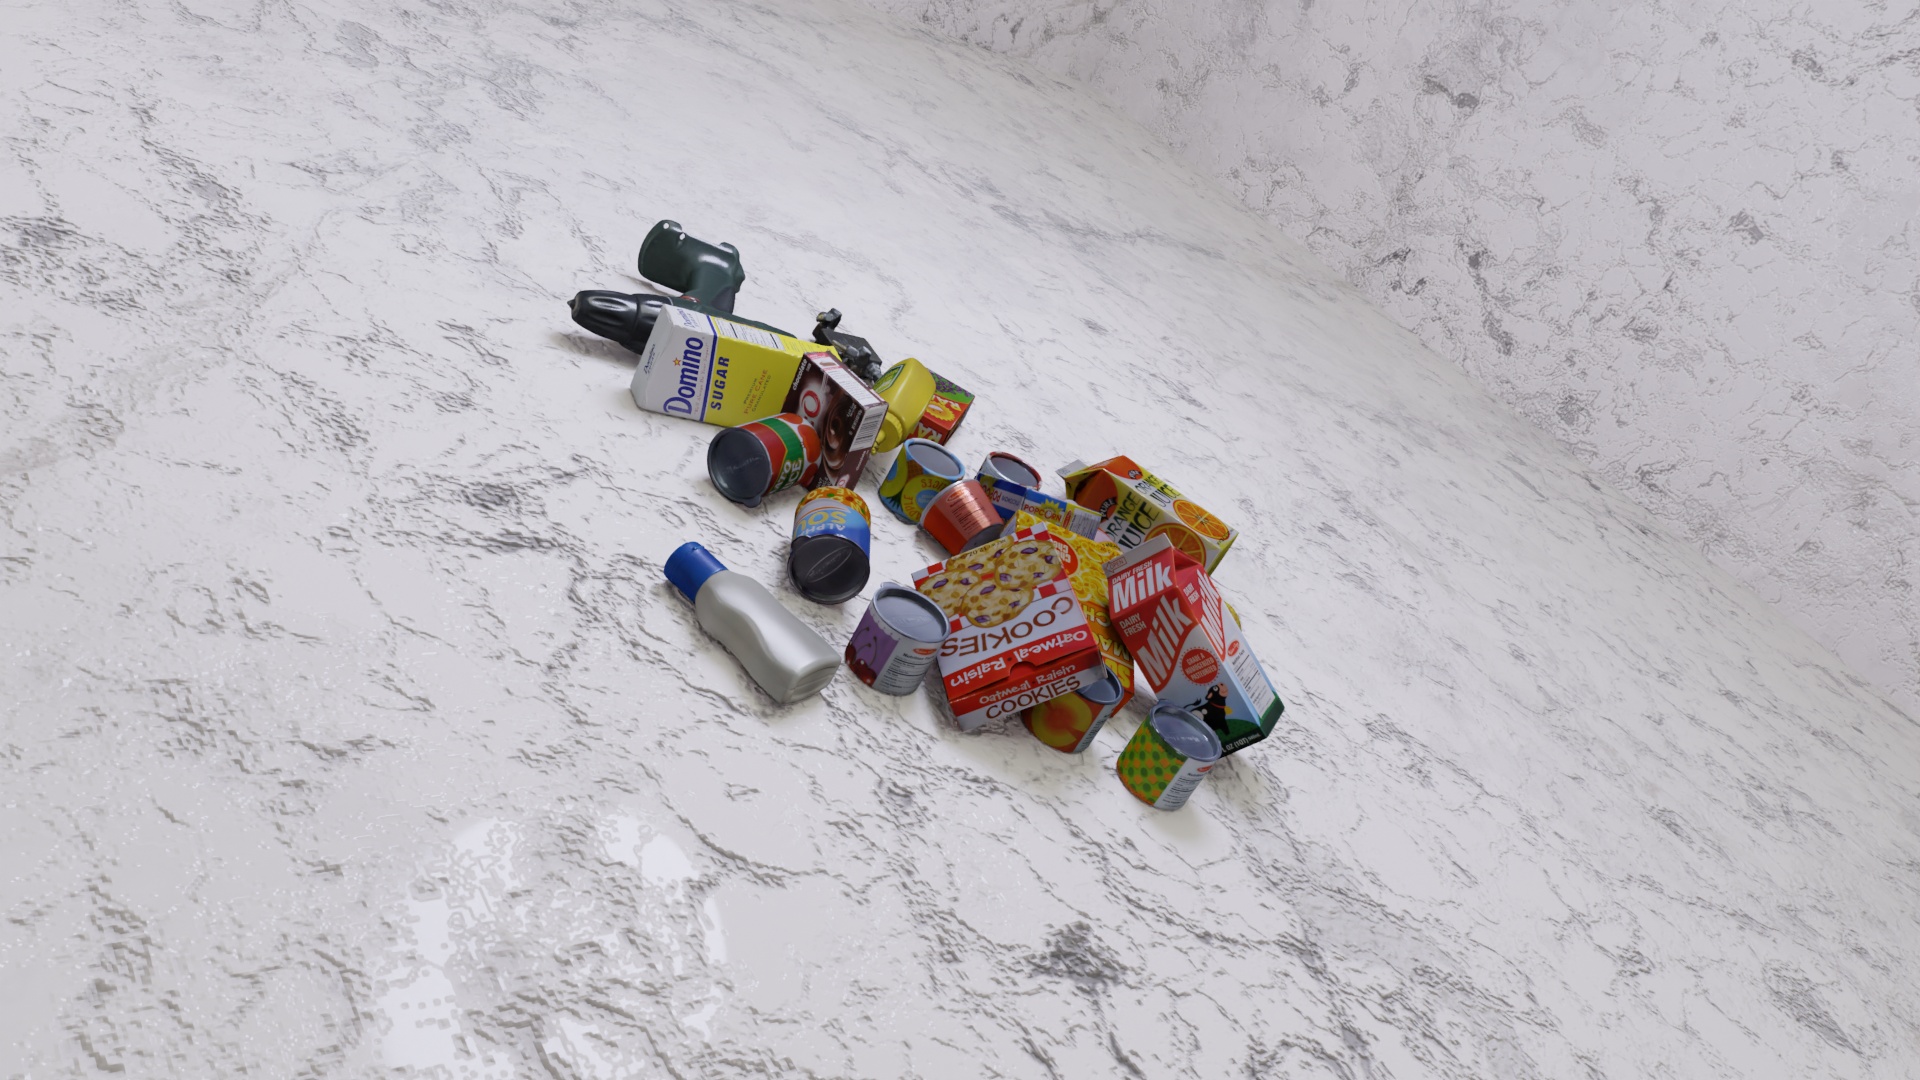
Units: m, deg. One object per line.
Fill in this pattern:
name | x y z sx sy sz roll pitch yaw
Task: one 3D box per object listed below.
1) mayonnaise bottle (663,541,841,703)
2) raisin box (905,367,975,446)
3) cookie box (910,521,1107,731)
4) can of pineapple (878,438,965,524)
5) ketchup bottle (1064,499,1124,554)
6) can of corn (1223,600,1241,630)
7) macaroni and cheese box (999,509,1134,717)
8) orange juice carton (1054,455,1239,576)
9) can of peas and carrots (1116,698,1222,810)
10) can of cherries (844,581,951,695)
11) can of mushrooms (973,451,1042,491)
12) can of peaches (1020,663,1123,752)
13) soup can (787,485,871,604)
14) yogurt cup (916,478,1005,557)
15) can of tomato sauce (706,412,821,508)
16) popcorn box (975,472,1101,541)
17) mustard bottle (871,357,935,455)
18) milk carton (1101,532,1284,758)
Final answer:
mayonnaise bottle | -0.159 0.058 1.028 0.148 0.041 0.065 40 27 21
raisin box | -0.041 -0.142 1.487 0.086 0.040 0.124 30 26 0
cookie box | 0.036 0.066 1.124 0.123 0.040 0.168 -21 38 2
can of pineapple | -0.036 -0.055 1.321 0.071 0.057 0.071 23 28 -13
ketchup bottle | 0.135 0.018 1.378 0.065 0.043 0.149 8 33 -37
can of corn | 0.226 0.085 1.322 0.058 0.071 0.071 2 38 -44
macaroni and cheese box | 0.092 0.061 1.224 0.124 0.040 0.167 22 42 -15
orange juice carton | 0.190 -0.027 1.476 0.193 0.072 0.072 36 27 13
can of peas and carrots | 0.167 0.174 1.126 0.071 0.058 0.071 23 27 -12
can of cherries | -0.050 0.076 1.082 0.071 0.058 0.072 22 28 -13
can of mushrooms | 0.051 -0.062 1.444 0.071 0.033 0.071 22 28 -12
can of peaches | 0.088 0.129 1.128 0.071 0.057 0.071 23 28 -13
soup can | -0.108 0.000 1.143 0.071 0.071 0.084 22 27 -15
yogurt cup | 0.005 -0.016 1.290 0.072 0.072 0.054 -9 54 -51
can of tomato sauce | -0.169 -0.072 1.212 0.071 0.071 0.083 37 27 14
popcorn box | 0.070 -0.030 1.348 0.085 0.038 0.127 17 3 -23
mustard bottle | -0.067 -0.124 1.342 0.048 0.065 0.161 48 26 -16
milk carton | 0.197 0.090 1.204 0.190 0.072 0.074 60 30 0
